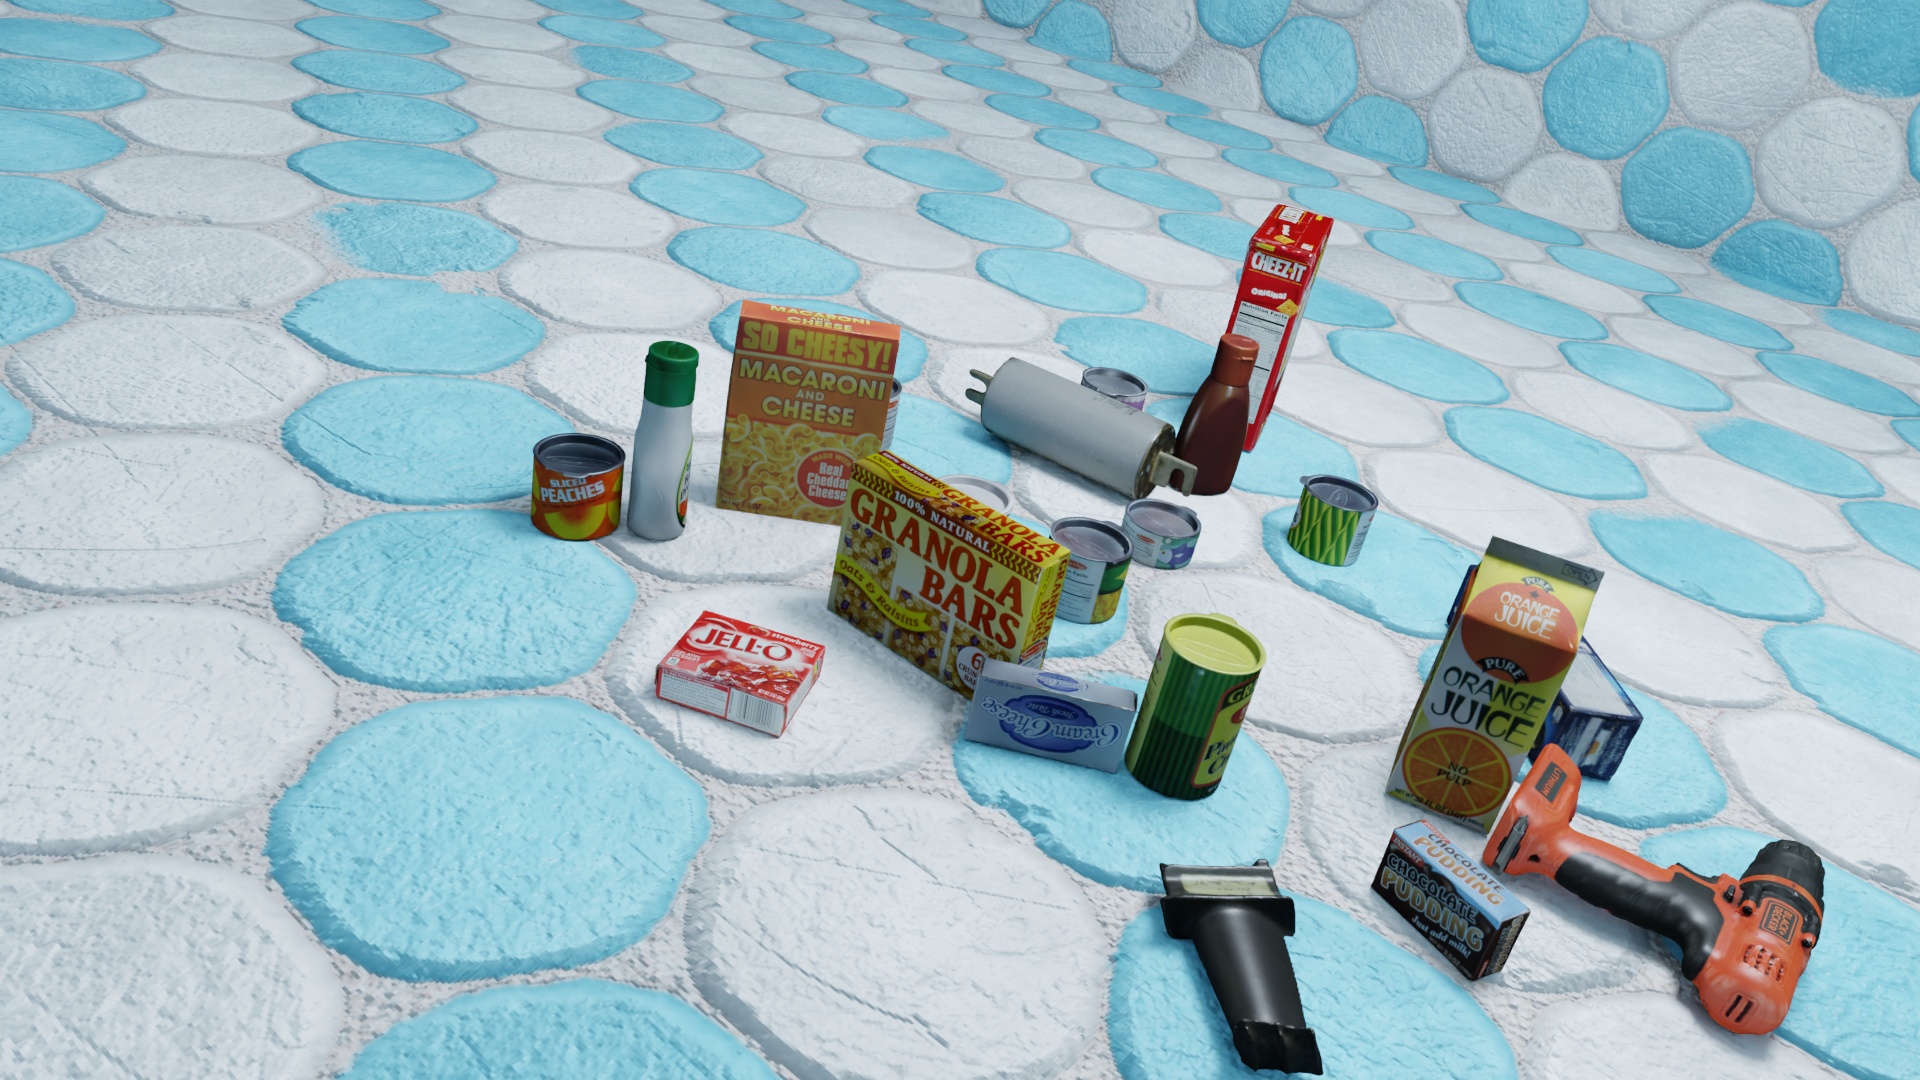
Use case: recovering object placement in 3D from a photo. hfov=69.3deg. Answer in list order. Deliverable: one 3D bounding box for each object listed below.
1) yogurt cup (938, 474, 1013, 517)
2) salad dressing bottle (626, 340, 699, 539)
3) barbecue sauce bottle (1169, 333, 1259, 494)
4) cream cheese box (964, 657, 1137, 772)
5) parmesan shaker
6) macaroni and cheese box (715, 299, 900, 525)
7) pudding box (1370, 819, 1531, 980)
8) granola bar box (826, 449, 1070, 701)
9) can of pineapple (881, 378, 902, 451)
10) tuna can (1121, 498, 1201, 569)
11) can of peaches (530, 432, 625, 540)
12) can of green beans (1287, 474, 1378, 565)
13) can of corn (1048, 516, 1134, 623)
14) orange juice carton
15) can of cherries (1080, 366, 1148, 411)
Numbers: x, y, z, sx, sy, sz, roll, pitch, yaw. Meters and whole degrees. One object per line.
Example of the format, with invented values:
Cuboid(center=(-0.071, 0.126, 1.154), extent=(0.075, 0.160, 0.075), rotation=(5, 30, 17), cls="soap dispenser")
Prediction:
Cuboid(center=(0.004, -0.014, 1.104), extent=(0.072, 0.053, 0.073), rotation=(10, 29, -5), cls="yogurt cup")
Cuboid(center=(-0.219, -0.073, 1.026), extent=(0.044, 0.147, 0.064), rotation=(8, 29, -9), cls="salad dressing bottle")
Cuboid(center=(0.237, -0.115, 1.276), extent=(0.065, 0.147, 0.044), rotation=(0, 31, -22), cls="barbecue sauce bottle")
Cuboid(center=(0.058, 0.113, 0.900), extent=(0.104, 0.053, 0.024), rotation=(13, 29, 0), cls="cream cheese box")
Cuboid(center=(0.151, 0.106, 0.897), extent=(0.071, 0.102, 0.071), rotation=(10, 29, -5), cls="parmesan shaker")
Cuboid(center=(-0.121, -0.097, 1.087), extent=(0.124, 0.165, 0.040), rotation=(8, 29, -8), cls="macaroni and cheese box")
Cuboid(center=(0.288, 0.211, 0.820), extent=(0.030, 0.049, 0.084), rotation=(-8, 35, -32), cls="pudding box")
Cuboid(center=(-0.011, 0.028, 0.951), extent=(0.166, 0.123, 0.039), rotation=(30, 33, 29), cls="granola bar box")
Cuboid(center=(-0.091, -0.117, 1.246), extent=(0.071, 0.057, 0.071), rotation=(10, 29, -5), cls="can of pineapple")
Cuboid(center=(0.170, -0.006, 1.176), extent=(0.071, 0.032, 0.071), rotation=(10, 29, -5), cls="tuna can")
Cuboid(center=(-0.285, -0.039, 1.032), extent=(0.071, 0.057, 0.071), rotation=(10, 29, -5), cls="can of peaches")
Cuboid(center=(0.330, -0.018, 1.234), extent=(0.071, 0.057, 0.071), rotation=(10, 29, -5), cls="can of green beans")
Cuboid(center=(0.096, 0.022, 1.071), extent=(0.071, 0.058, 0.071), rotation=(10, 29, -5), cls="can of corn")
Cuboid(center=(0.349, 0.089, 0.912), extent=(0.072, 0.191, 0.073), rotation=(21, 30, 16), cls="orange juice carton")
Cuboid(center=(0.144, -0.130, 1.359), extent=(0.071, 0.058, 0.072), rotation=(10, 29, -5), cls="can of cherries")
